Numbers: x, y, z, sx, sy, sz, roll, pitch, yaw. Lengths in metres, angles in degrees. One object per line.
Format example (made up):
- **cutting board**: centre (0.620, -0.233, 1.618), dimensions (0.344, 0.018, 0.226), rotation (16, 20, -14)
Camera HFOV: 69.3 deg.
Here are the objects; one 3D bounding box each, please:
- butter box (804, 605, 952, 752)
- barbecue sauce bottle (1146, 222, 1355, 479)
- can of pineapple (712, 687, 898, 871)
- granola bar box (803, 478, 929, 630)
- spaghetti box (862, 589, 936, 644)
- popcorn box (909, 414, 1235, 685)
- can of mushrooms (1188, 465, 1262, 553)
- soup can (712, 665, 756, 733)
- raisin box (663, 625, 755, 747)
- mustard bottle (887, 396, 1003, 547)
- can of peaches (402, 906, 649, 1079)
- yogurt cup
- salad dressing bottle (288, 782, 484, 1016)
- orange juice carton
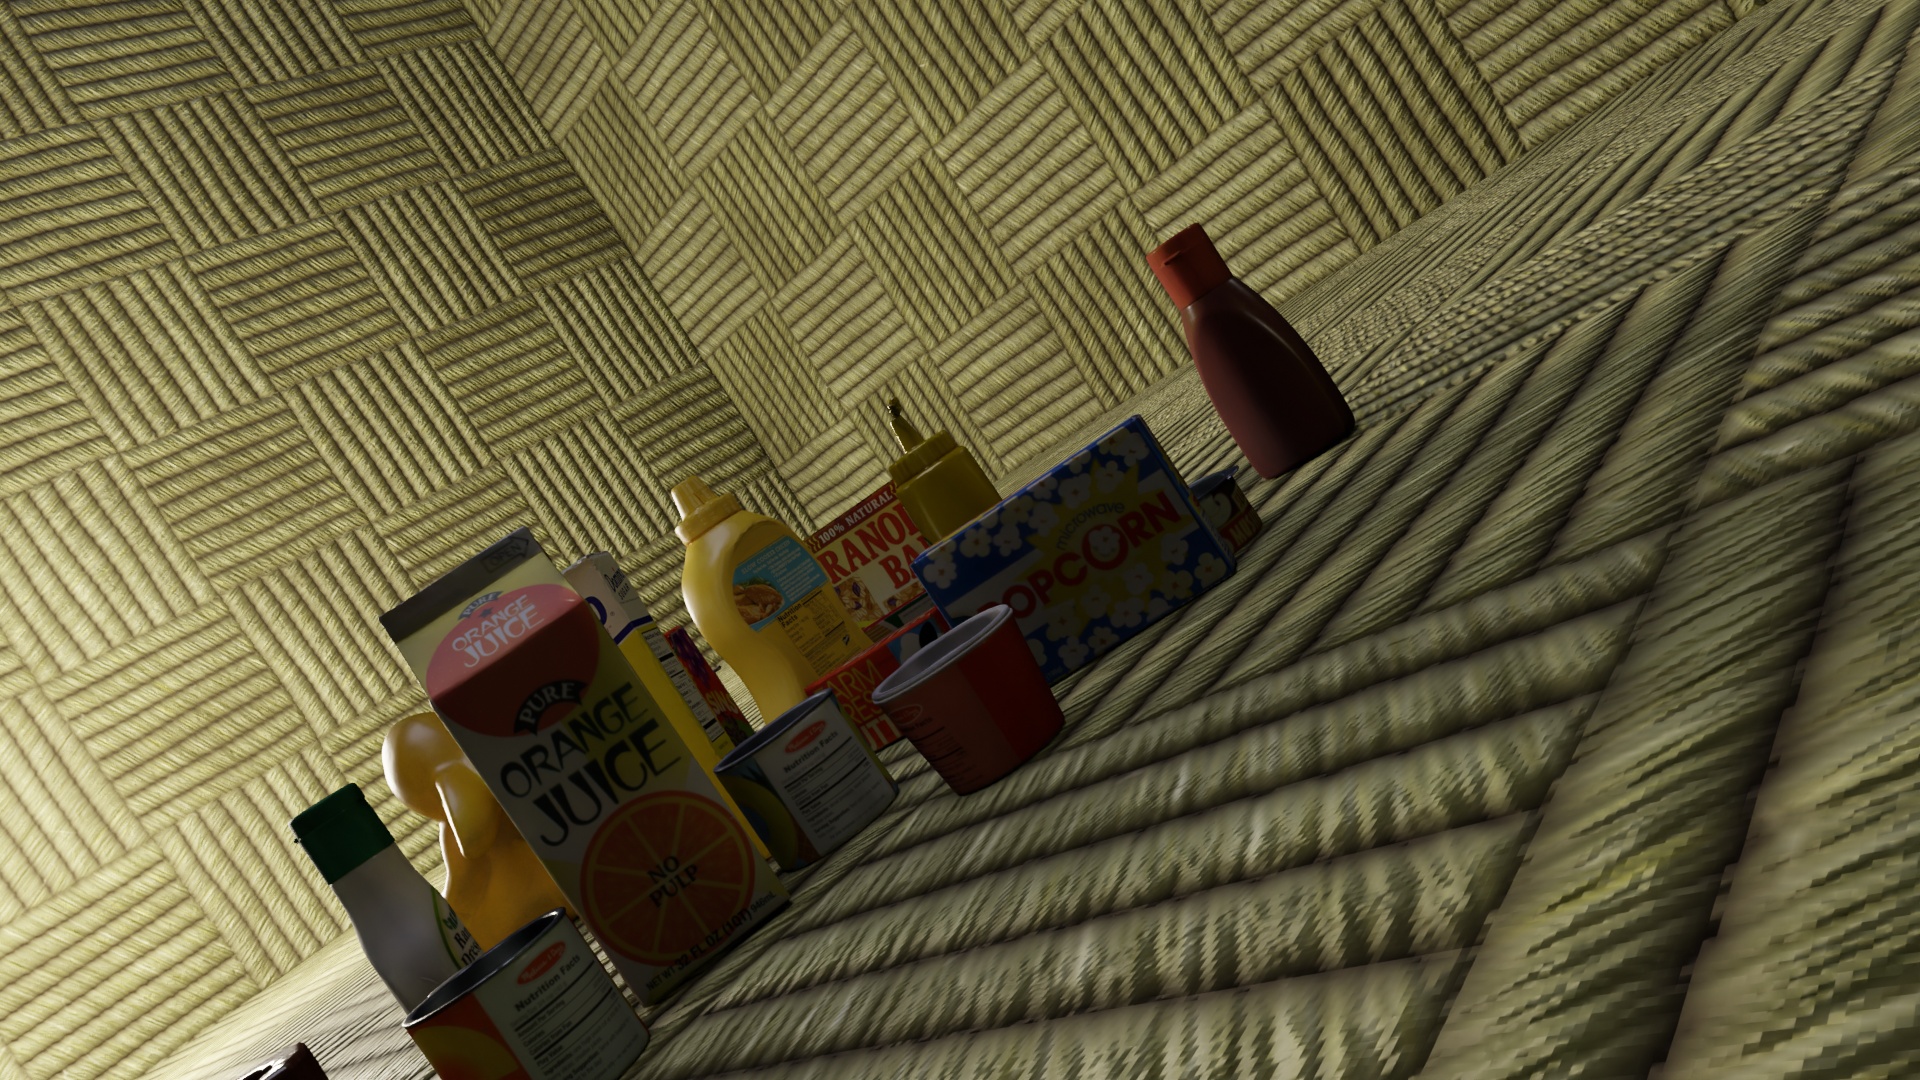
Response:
- **butter box**: centre (-0.034, 0.079, 0.769), dimensions (0.103, 0.053, 0.024), rotation (-32, 3, 30)
- **barbecue sauce bottle**: centre (0.162, -0.111, 0.799), dimensions (0.064, 0.148, 0.044), rotation (-32, 3, 32)
- **can of pineapple**: centre (-0.071, 0.110, 0.643), dimensions (0.071, 0.058, 0.071), rotation (-34, 3, 2)
- **granola bar box**: centre (-0.037, 0.021, 1.023), dimensions (0.165, 0.124, 0.039), rotation (-31, 4, 39)
- **spaghetti box**: centre (0.026, 0.030, 0.922), dimensions (0.249, 0.050, 0.029), rotation (-33, 3, 13)
- **popcorn box**: centre (0.053, 0.010, 0.653), dimensions (0.126, 0.085, 0.038), rotation (-33, 3, 12)
- **can of mushrooms**: centre (0.118, -0.006, 0.700), dimensions (0.071, 0.033, 0.071), rotation (-34, 3, 2)
- **soup can**: centre (-0.175, 0.141, 0.974), dimensions (0.071, 0.083, 0.071), rotation (-34, 3, 2)
- **raisin box**: centre (-0.172, 0.121, 0.892), dimensions (0.040, 0.123, 0.086), rotation (-33, 3, 10)
- **mustard bottle**: centre (0.003, -0.010, 0.766), dimensions (0.049, 0.160, 0.065), rotation (-34, 3, 0)
- **can of peaches**: centre (-0.157, 0.177, 0.504), dimensions (0.071, 0.058, 0.071), rotation (-34, 3, 2)
- **yogurt cup**: centre (0.006, 0.066, 0.567), dimensions (0.072, 0.054, 0.072), rotation (-34, 3, 2)
- **salad dressing bottle**: centre (-0.279, 0.192, 0.697), dimensions (0.044, 0.147, 0.064), rotation (-35, 3, -11)
- **orange juice carton**: centre (-0.158, 0.091, 0.583), dimensions (0.072, 0.192, 0.073), rotation (-35, 3, -18)
